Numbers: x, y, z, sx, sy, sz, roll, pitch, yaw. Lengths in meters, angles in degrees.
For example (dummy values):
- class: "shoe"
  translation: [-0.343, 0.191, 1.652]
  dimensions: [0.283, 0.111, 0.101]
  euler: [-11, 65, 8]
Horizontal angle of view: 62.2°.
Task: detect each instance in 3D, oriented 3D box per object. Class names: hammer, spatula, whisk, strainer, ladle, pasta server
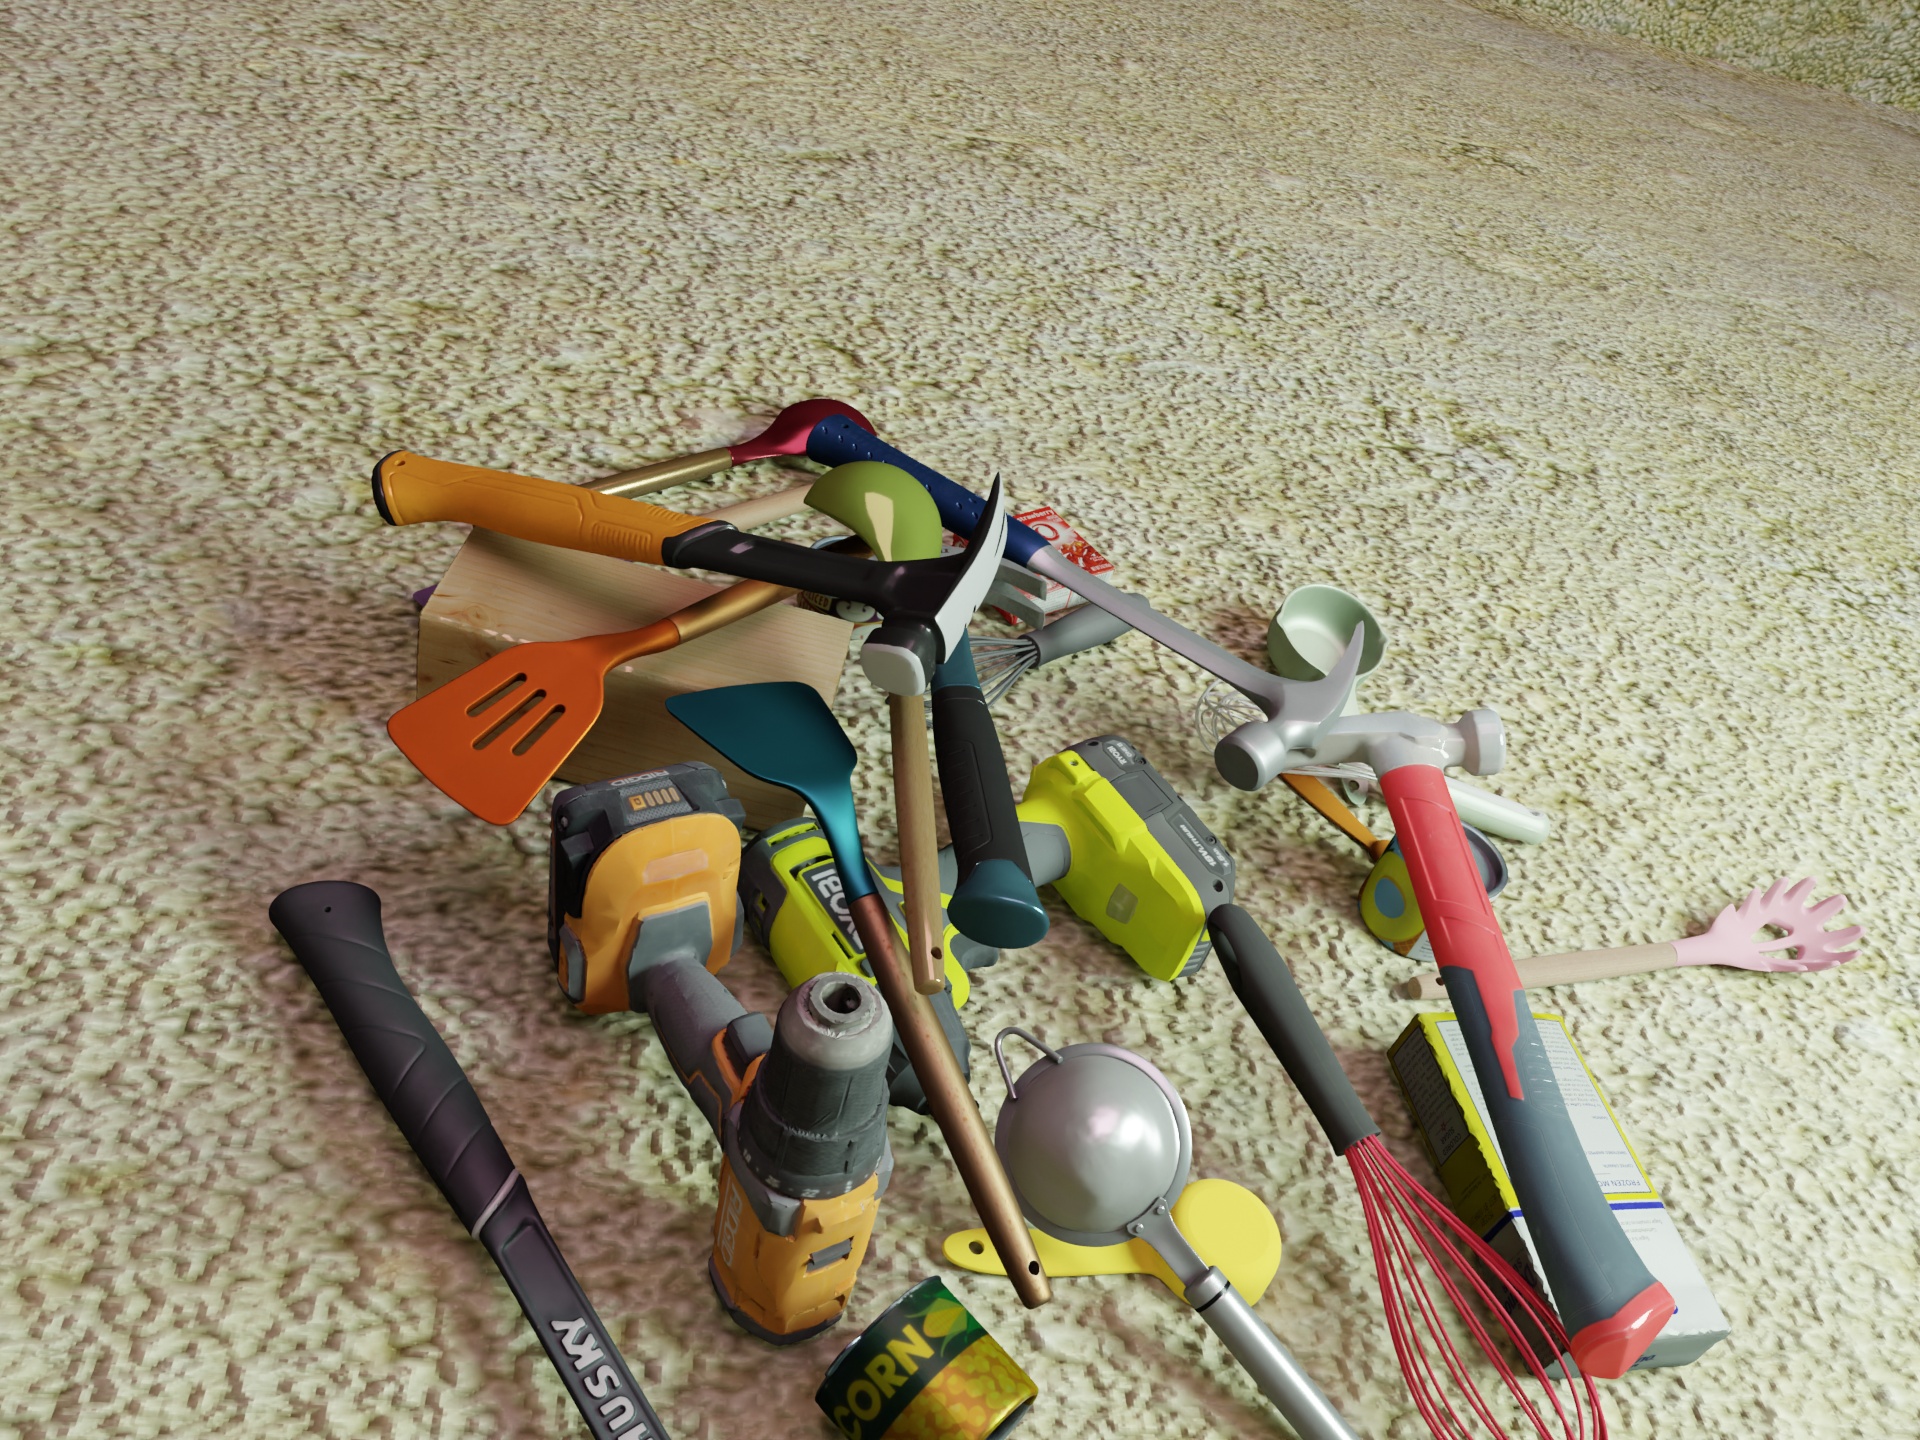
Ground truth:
- class: "hammer"
  translation: [0.062, -0.097, 0.987]
  dimensions: [0.406, 0.035, 0.144]
  euler: [34, 49, 29]
- class: "hammer"
  translation: [0.240, 0.131, 0.779]
  dimensions: [0.143, 0.038, 0.387]
  euler: [-5, 40, 3]
- class: "spatula"
  translation: [-0.132, -0.045, 0.797]
  dimensions: [0.081, 0.041, 0.322]
  euler: [36, 38, 19]
- class: "spatula"
  translation: [-0.036, 0.107, 0.706]
  dimensions: [0.082, 0.044, 0.318]
  euler: [-9, 65, -39]
- class: "spatula"
  translation: [-0.185, -0.111, 0.990]
  dimensions: [0.316, 0.018, 0.060]
  euler: [-24, 42, -39]
- class: "hammer"
  translation: [-0.145, -0.096, 0.784]
  dimensions: [0.337, 0.034, 0.127]
  euler: [13, 50, 20]
- class: "whisk"
  translation: [0.044, -0.045, 0.987]
  dimensions: [0.055, 0.055, 0.239]
  euler: [42, 42, 24]
- class: "hammer"
  translation: [-0.001, -0.003, 0.829]
  dimensions: [0.128, 0.033, 0.331]
  euler: [-2, 35, -7]
- class: "strainer"
  translation: [0.099, 0.232, 0.671]
  dimensions: [0.087, 0.050, 0.258]
  euler: [-41, 80, -1]
- class: "hammer"
  translation: [-0.177, 0.209, 0.622]
  dimensions: [0.149, 0.036, 0.409]
  euler: [-25, 55, -31]
- class: "ladle"
  translation: [-0.178, -0.168, 1.053]
  dimensions: [0.315, 0.031, 0.069]
  euler: [-24, 59, -37]
- class: "whisk"
  translation: [0.190, 0.209, 0.717]
  dimensions: [0.073, 0.073, 0.296]
  euler: [-11, 59, -31]
- class: "whisk"
  translation: [0.256, 0.029, 0.976]
  dimensions: [0.246, 0.059, 0.058]
  euler: [20, 13, -12]
- class: "ladle"
  translation: [-0.034, -0.008, 0.767]
  dimensions: [0.078, 0.062, 0.320]
  euler: [22, 44, -32]
- class: "pasta server"
  translation: [0.397, 0.136, 0.928]
  dimensions: [0.316, 0.040, 0.060]
  euler: [-3, 56, -22]

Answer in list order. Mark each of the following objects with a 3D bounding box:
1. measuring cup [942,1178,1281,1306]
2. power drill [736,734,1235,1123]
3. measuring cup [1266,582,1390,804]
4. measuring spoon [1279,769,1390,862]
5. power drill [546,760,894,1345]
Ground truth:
- class: "measuring cup"
  translation: [0.070, 0.229, 0.702]
  dimensions: [0.156, 0.029, 0.062]
  euler: [6, 42, -17]
- class: "power drill"
  translation: [0.021, 0.101, 0.796]
  dimensions: [0.223, 0.080, 0.171]
  euler: [-19, 53, -31]
- class: "measuring cup"
  translation: [0.242, -0.012, 1.043]
  dimensions: [0.083, 0.038, 0.168]
  euler: [8, 58, -14]
- class: "measuring spoon"
  translation: [0.226, 0.047, 0.979]
  dimensions: [0.021, 0.011, 0.117]
  euler: [-21, 54, -37]
- class: "power drill"
  translation: [-0.097, 0.114, 0.652]
  dimensions: [0.084, 0.185, 0.226]
  euler: [-13, 47, -29]
